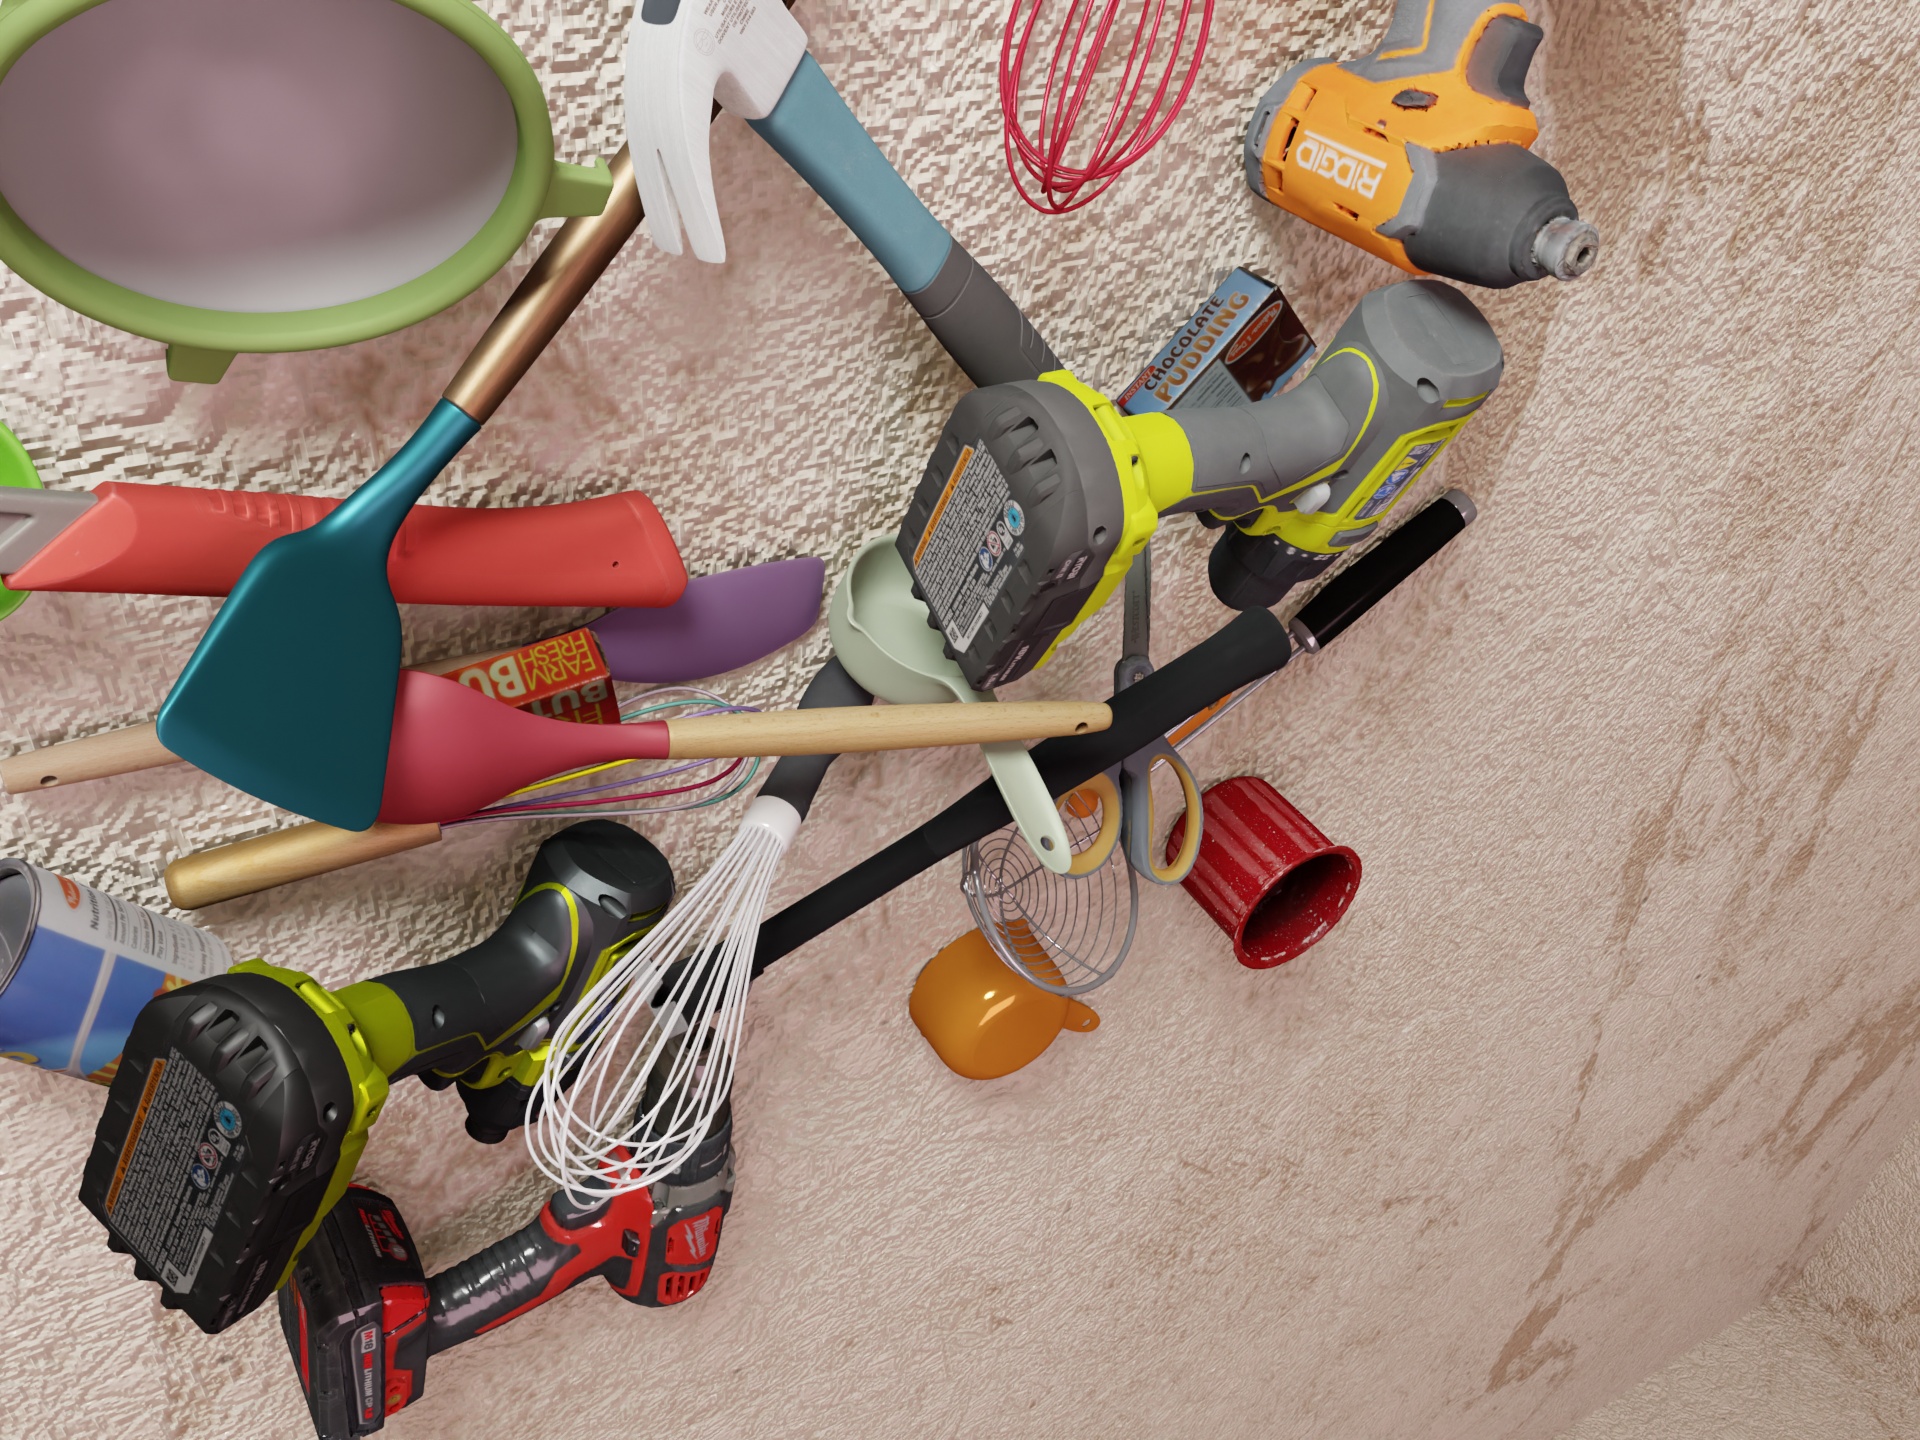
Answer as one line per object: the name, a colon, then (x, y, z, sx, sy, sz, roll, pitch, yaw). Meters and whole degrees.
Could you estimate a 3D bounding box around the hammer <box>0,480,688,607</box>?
hammer: (-0.246, -0.048, 0.504, 0.359, 0.037, 0.149, -1, 118, -45)

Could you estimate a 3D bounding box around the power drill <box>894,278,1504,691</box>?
power drill: (0.094, -0.088, 0.667, 0.228, 0.080, 0.190, -17, 158, -27)

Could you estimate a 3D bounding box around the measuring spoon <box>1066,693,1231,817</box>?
measuring spoon: (0.108, 0.018, 0.888, 0.117, 0.011, 0.021, -37, 139, -4)

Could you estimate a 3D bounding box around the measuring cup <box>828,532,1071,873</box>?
measuring cup: (-0.001, -0.002, 0.677, 0.083, 0.168, 0.038, -14, 158, -36)

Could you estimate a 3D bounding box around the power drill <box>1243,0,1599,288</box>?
power drill: (0.205, -0.278, 0.588, 0.084, 0.164, 0.226, -4, 125, -34)

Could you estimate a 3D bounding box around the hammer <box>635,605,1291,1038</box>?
hammer: (0.001, 0.046, 0.720, 0.335, 0.035, 0.146, -32, 174, 4)

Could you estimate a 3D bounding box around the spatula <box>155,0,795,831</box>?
spatula: (-0.137, -0.115, 0.508, 0.317, 0.044, 0.082, -56, 142, -5)

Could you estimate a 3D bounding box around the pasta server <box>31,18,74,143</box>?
pasta server: (-0.195, -0.286, 0.370, 0.060, 0.040, 0.316, 12, 119, -29)

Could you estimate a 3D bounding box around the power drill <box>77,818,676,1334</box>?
power drill: (-0.223, 0.141, 0.644, 0.171, 0.080, 0.223, -61, 162, 23)

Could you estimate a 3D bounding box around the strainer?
strainer: (-0.206, -0.188, 0.388, 0.151, 0.069, 0.256, -21, 159, 6)

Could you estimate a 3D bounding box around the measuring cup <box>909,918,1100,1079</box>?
measuring cup: (0.046, 0.180, 0.951, 0.095, 0.052, 0.173, -50, 137, 10)

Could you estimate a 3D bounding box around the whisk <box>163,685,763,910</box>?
whisk: (-0.193, 0.034, 0.653, 0.245, 0.047, 0.051, -16, 122, -20)

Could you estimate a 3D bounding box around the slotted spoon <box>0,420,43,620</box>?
slotted spoon: (-0.320, -0.154, 0.400, 0.070, 0.031, 0.313, -23, 134, -21)

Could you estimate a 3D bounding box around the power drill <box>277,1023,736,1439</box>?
power drill: (-0.215, 0.248, 0.798, 0.226, 0.080, 0.187, -12, 132, -34)

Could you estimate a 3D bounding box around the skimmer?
skimmer: (0.150, -0.003, 0.842, 0.363, 0.090, 0.127, -39, 107, -6)

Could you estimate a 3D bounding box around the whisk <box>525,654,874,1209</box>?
whisk: (-0.089, 0.067, 0.637, 0.070, 0.070, 0.285, 85, 22, -43)

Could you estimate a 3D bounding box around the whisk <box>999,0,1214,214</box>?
whisk: (0.080, -0.318, 0.540, 0.073, 0.073, 0.295, 4, 116, -40)

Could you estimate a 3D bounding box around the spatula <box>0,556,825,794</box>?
spatula: (-0.196, -0.015, 0.622, 0.316, 0.018, 0.059, -15, 141, -28)

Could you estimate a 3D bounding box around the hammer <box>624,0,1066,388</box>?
hammer: (-0.006, -0.166, 0.599, 0.330, 0.033, 0.128, 36, 80, -54)

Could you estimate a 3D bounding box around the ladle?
ladle: (-0.086, 0.006, 0.601, 0.315, 0.031, 0.069, -3, 130, -21)
